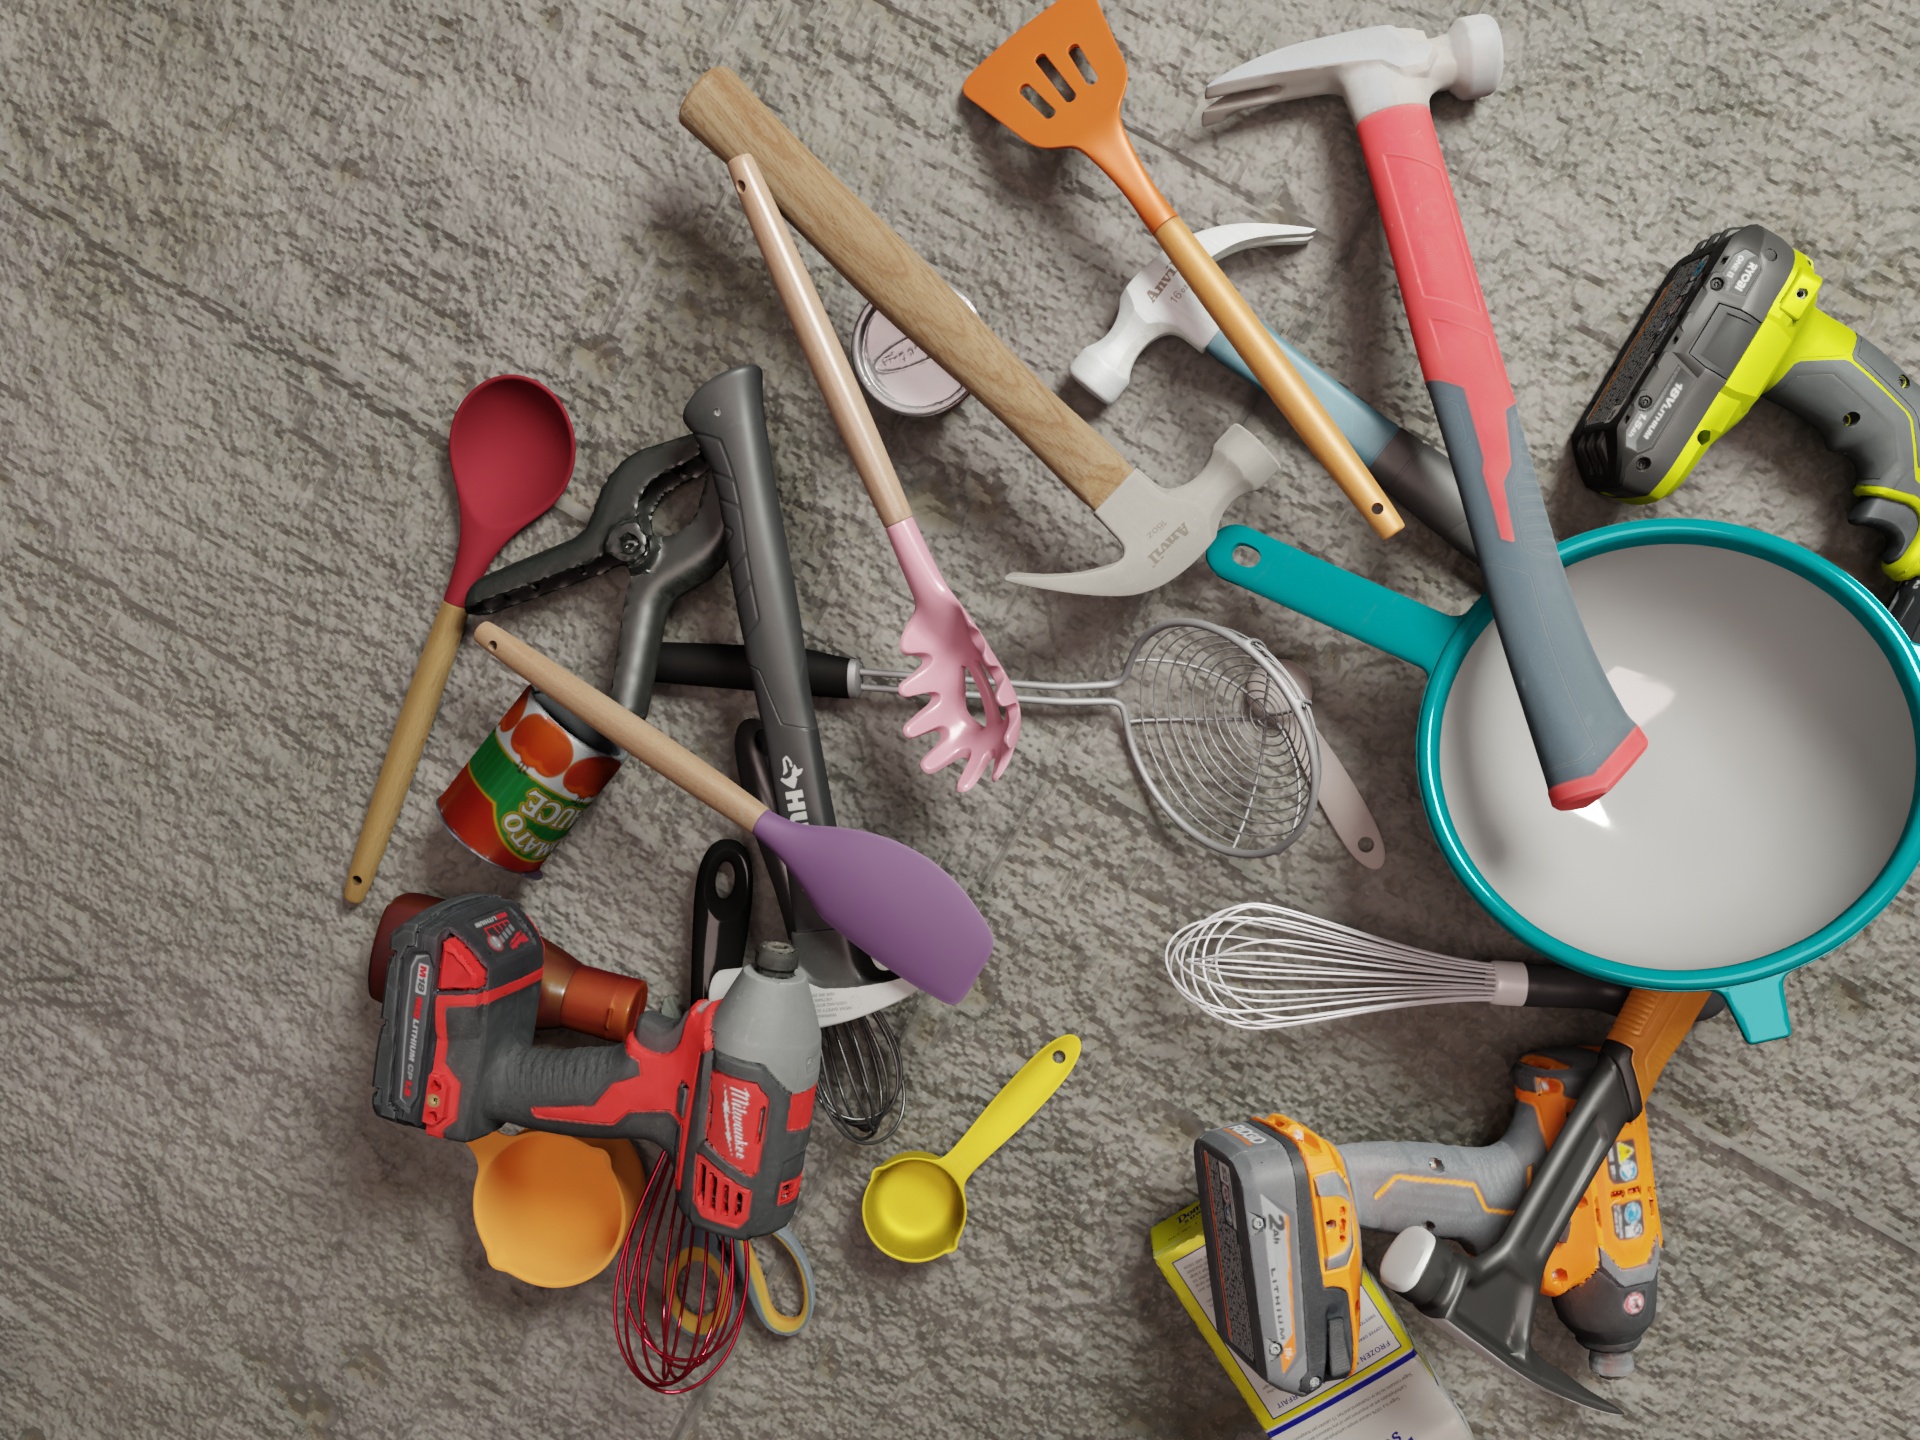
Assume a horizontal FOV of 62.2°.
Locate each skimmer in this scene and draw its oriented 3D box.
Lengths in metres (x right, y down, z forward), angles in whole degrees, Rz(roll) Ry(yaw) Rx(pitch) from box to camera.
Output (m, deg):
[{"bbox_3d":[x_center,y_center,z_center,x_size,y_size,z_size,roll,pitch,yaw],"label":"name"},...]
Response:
[{"bbox_3d":[-0.001,-0.003,0.813,0.363,0.090,0.127,5,123,9],"label":"skimmer"}]

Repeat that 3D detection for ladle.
[{"bbox_3d":[-0.286,-0.040,0.880,0.069,0.031,0.315,23,100,-2],"label":"ladle"}]

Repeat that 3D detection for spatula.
[{"bbox_3d":[-0.119,0.035,0.793,0.316,0.018,0.059,32,106,13],"label":"spatula"},{"bbox_3d":[0.116,-0.220,0.777,0.081,0.041,0.323,-36,84,12],"label":"spatula"}]

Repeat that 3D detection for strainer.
[{"bbox_3d":[0.273,-0.007,0.760,0.341,0.095,0.211,29,89,27],"label":"strainer"}]

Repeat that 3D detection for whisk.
[{"bbox_3d":[-0.079,0.113,0.860,0.055,0.055,0.239,-17,89,9],"label":"whisk"},{"bbox_3d":[0.247,0.132,0.816,0.284,0.070,0.070,4,96,2],"label":"whisk"},{"bbox_3d":[-0.140,0.212,0.858,0.073,0.073,0.296,5,84,7],"label":"whisk"}]

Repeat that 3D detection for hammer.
[{"bbox_3d":[0.219,-0.145,0.728,0.143,0.038,0.386,-11,74,2],"label":"hammer"},{"bbox_3d":[-0.009,-0.188,0.770,0.331,0.031,0.130,44,99,1],"label":"hammer"},{"bbox_3d":[0.222,-0.127,0.801,0.331,0.033,0.128,38,100,2],"label":"hammer"},{"bbox_3d":[-0.084,-0.011,0.804,0.146,0.035,0.335,-9,93,20],"label":"hammer"},{"bbox_3d":[0.333,0.156,0.760,0.127,0.034,0.337,36,79,-10],"label":"hammer"}]

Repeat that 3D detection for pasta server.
[{"bbox_3d":[-0.044,-0.118,0.757,0.060,0.040,0.316,-19,98,37],"label":"pasta server"}]

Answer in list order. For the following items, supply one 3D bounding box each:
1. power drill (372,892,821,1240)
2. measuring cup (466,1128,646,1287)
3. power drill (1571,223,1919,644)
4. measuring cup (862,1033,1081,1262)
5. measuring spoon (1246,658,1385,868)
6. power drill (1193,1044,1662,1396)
[{"bbox_3d":[-0.175,0.162,0.798,0.220,0.078,0.143,12,98,15],"label":"power drill"},{"bbox_3d":[-0.250,0.234,0.891,0.173,0.052,0.095,45,99,5],"label":"measuring cup"},{"bbox_3d":[0.418,-0.111,0.756,0.228,0.080,0.190,29,98,1],"label":"power drill"},{"bbox_3d":[0.010,0.229,0.874,0.062,0.029,0.156,44,88,1],"label":"measuring cup"},{"bbox_3d":[0.189,0.024,0.827,0.034,0.018,0.124,-30,92,9],"label":"measuring spoon"},{"bbox_3d":[0.240,0.260,0.787,0.226,0.084,0.164,-8,89,-11],"label":"power drill"}]
